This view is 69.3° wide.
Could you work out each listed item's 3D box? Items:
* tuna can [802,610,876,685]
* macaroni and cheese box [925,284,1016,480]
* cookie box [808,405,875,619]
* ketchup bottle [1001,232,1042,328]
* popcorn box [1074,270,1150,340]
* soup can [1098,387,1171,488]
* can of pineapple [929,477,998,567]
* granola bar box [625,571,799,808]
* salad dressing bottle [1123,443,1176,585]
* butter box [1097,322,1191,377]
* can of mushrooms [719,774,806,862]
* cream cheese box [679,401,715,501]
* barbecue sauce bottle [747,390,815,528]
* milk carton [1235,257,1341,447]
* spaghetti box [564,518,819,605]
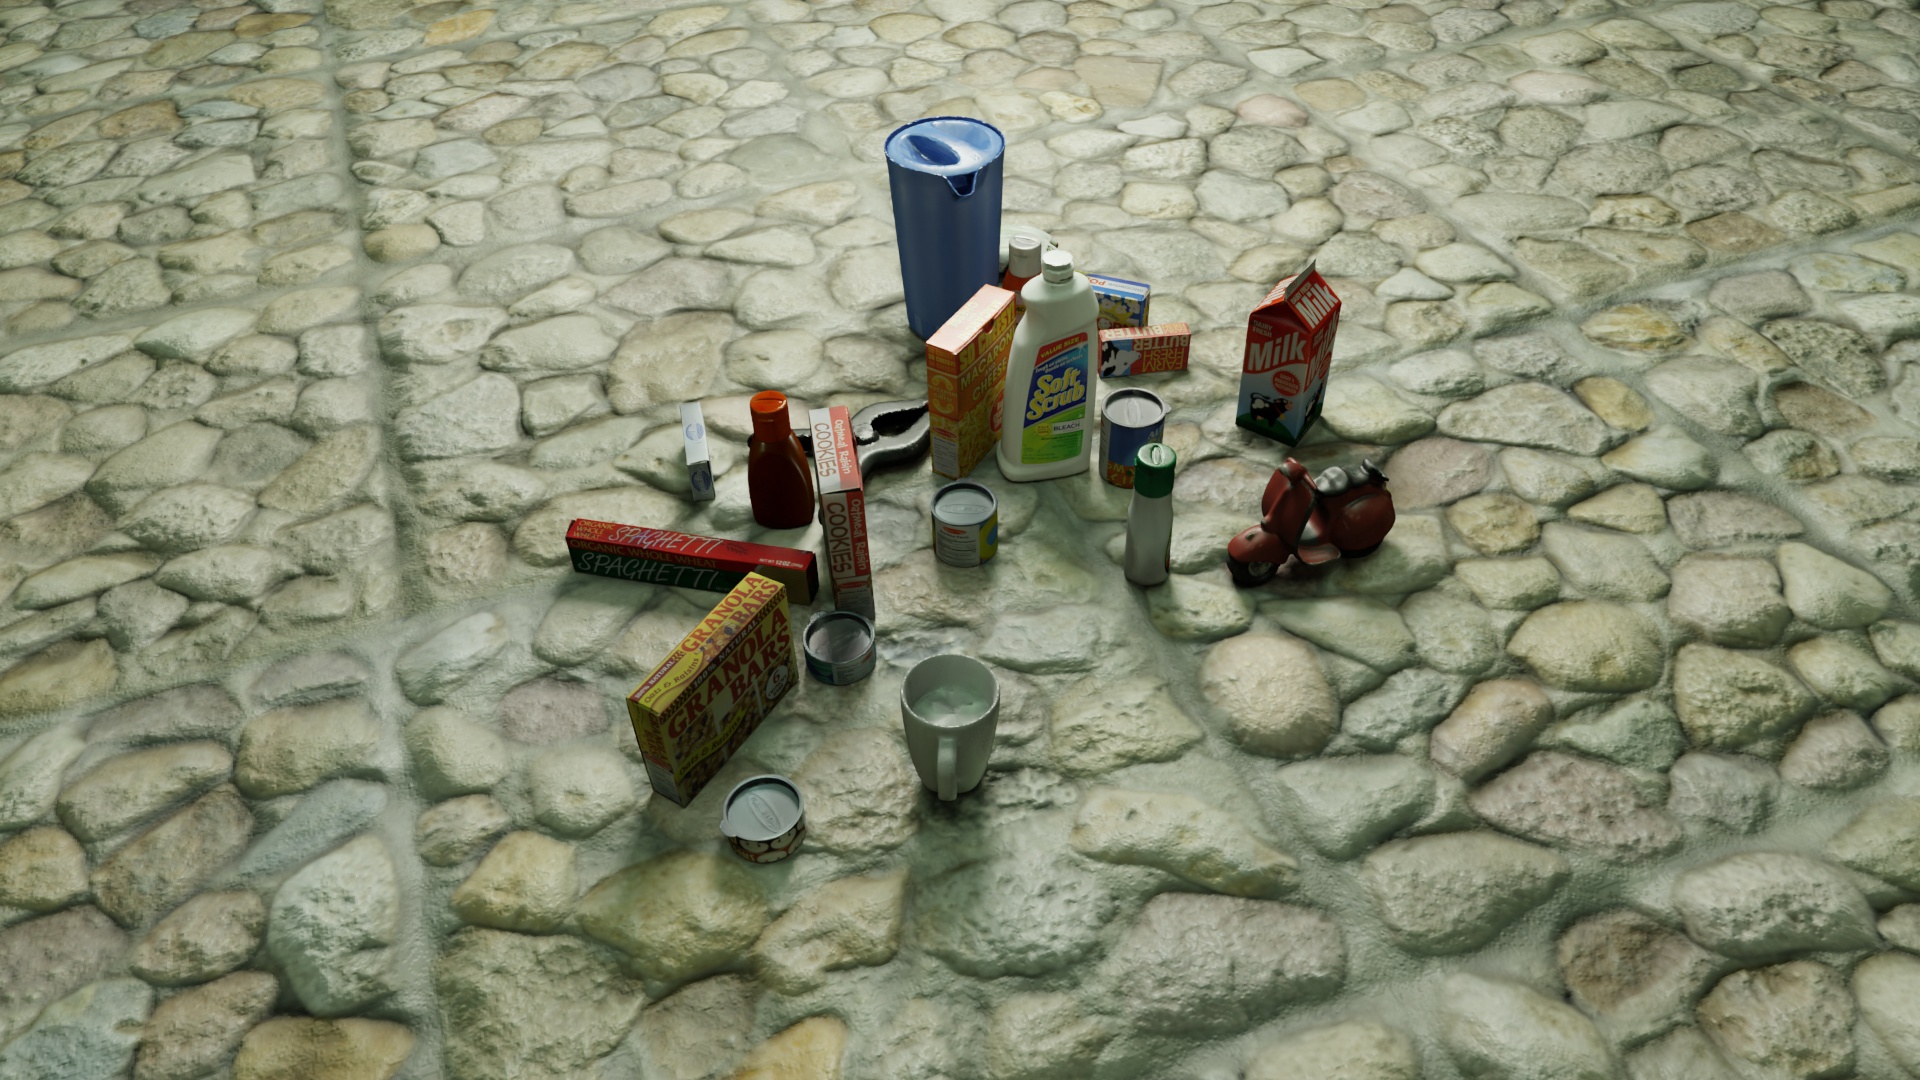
[{"bbox_3d":[-0.112,0.097,1.270,0.071,0.032,0.071,-1,43,1],"label":"tuna can"},{"bbox_3d":[0.015,-0.163,1.447,0.040,0.165,0.124,21,48,23],"label":"macaroni and cheese box"},{"bbox_3d":[-0.110,-0.024,1.302,0.040,0.166,0.123,-8,43,-6],"label":"cookie box"},{"bbox_3d":[0.073,-0.277,1.579,0.065,0.148,0.044,16,46,19],"label":"ketchup bottle"},{"bbox_3d":[0.154,-0.263,1.607,0.127,0.084,0.038,14,46,17],"label":"popcorn box"},{"bbox_3d":[0.180,-0.106,1.439,0.071,0.083,0.072,-1,43,1],"label":"soup can"},{"bbox_3d":[0.005,-0.017,1.370,0.071,0.057,0.071,-1,43,1],"label":"can of pineapple"},{"bbox_3d":[-0.206,0.124,1.178,0.039,0.123,0.166,21,48,23],"label":"granola bar box"},{"bbox_3d":[0.179,-0.024,1.306,0.044,0.146,0.064,2,43,4],"label":"salad dressing bottle"},{"bbox_3d":[0.208,-0.217,1.579,0.103,0.052,0.024,-6,43,-5],"label":"butter box"},{"bbox_3d":[-0.161,0.228,1.132,0.071,0.033,0.071,-1,43,1],"label":"can of mushrooms"},{"bbox_3d":[-0.278,-0.094,1.465,0.024,0.053,0.104,-10,44,-8],"label":"cream cheese box"},{"bbox_3d":[-0.182,-0.079,1.377,0.065,0.147,0.044,0,43,2],"label":"barbecue sauce bottle"},{"bbox_3d":[0.345,-0.200,1.457,0.073,0.189,0.073,25,49,26],"label":"milk carton"},{"bbox_3d":[-0.261,0.020,1.345,0.250,0.049,0.029,8,44,10],"label":"spaghetti box"}]
